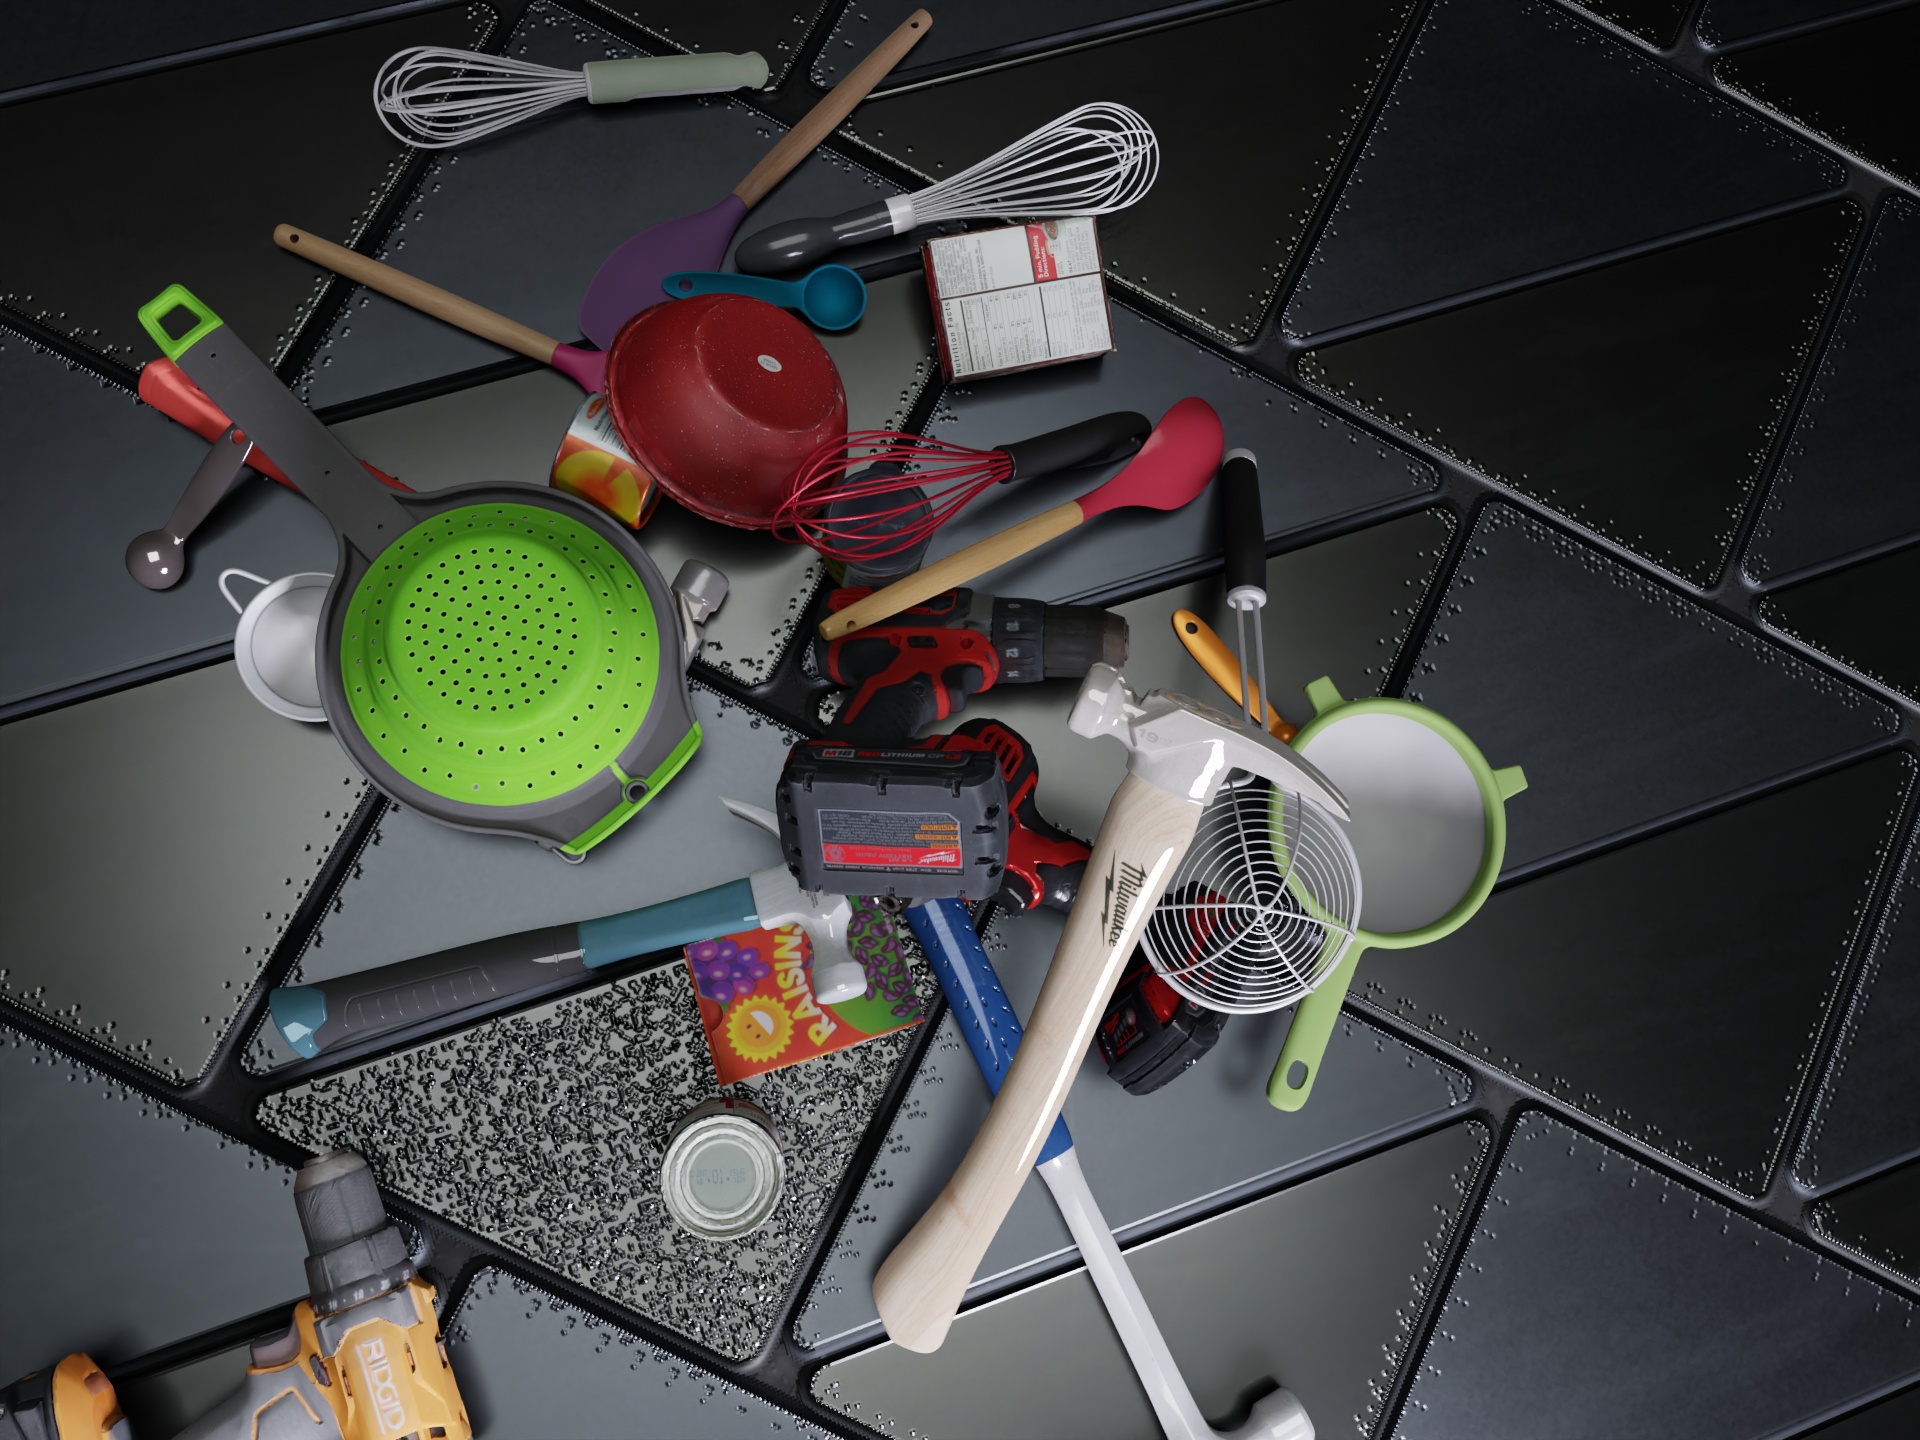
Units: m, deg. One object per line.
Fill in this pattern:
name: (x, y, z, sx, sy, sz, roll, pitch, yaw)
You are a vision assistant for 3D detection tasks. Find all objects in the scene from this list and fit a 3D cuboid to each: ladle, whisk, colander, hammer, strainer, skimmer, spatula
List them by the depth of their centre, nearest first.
hammer: (0.057, 0.179, 0.850, 0.146, 0.038, 0.410, 25, 109, 5)
colander: (-0.311, -0.101, 0.875, 0.397, 0.094, 0.204, 46, 76, -2)
hammer: (-0.226, 0.132, 0.899, 0.331, 0.033, 0.128, -14, 70, 0)
strainer: (-0.323, 0.001, 0.932, 0.258, 0.050, 0.087, 40, 83, -5)
hammer: (0.055, 0.269, 0.937, 0.144, 0.035, 0.405, -25, 85, -11)
whisk: (0.011, -0.148, 0.940, 0.296, 0.073, 0.073, -20, 83, -38)
skimmer: (0.165, -0.008, 0.945, 0.127, 0.090, 0.364, 6, 52, -2)
hammer: (-0.328, -0.107, 0.950, 0.359, 0.036, 0.149, 29, 78, -2)
ladle: (0.049, -0.117, 0.954, 0.315, 0.031, 0.069, -28, 126, -25)
strainer: (0.231, 0.112, 0.968, 0.151, 0.069, 0.256, 24, 79, -5)
whisk: (-0.244, -0.402, 1.008, 0.246, 0.058, 0.059, -9, 117, -12)
whisk: (-0.008, -0.335, 1.020, 0.284, 0.070, 0.070, -17, 83, -5)
spatula: (-0.127, -0.352, 1.024, 0.059, 0.018, 0.316, 43, 79, -5)

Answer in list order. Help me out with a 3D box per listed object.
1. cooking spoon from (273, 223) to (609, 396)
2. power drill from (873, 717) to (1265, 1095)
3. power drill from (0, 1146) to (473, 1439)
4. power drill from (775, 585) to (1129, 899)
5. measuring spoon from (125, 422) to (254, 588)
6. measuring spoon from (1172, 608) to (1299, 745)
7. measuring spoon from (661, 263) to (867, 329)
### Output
cooking spoon: (-0.274, -0.238, 0.986, 0.319, 0.017, 0.069, 23, 95, -3)
power drill: (0.055, 0.107, 0.919, 0.219, 0.078, 0.143, 38, 47, 0)
power drill: (-0.393, 0.349, 0.847, 0.226, 0.084, 0.185, -18, 83, -14)
power drill: (-0.001, -0.003, 0.887, 0.188, 0.227, 0.080, 1, 125, 6)
measuring spoon: (-0.448, -0.128, 0.925, 0.034, 0.018, 0.124, 40, 101, 1)
measuring spoon: (0.176, -0.026, 1.012, 0.021, 0.011, 0.117, -40, 88, -11)
measuring spoon: (-0.123, -0.274, 1.008, 0.128, 0.021, 0.042, 3, 122, -6)
